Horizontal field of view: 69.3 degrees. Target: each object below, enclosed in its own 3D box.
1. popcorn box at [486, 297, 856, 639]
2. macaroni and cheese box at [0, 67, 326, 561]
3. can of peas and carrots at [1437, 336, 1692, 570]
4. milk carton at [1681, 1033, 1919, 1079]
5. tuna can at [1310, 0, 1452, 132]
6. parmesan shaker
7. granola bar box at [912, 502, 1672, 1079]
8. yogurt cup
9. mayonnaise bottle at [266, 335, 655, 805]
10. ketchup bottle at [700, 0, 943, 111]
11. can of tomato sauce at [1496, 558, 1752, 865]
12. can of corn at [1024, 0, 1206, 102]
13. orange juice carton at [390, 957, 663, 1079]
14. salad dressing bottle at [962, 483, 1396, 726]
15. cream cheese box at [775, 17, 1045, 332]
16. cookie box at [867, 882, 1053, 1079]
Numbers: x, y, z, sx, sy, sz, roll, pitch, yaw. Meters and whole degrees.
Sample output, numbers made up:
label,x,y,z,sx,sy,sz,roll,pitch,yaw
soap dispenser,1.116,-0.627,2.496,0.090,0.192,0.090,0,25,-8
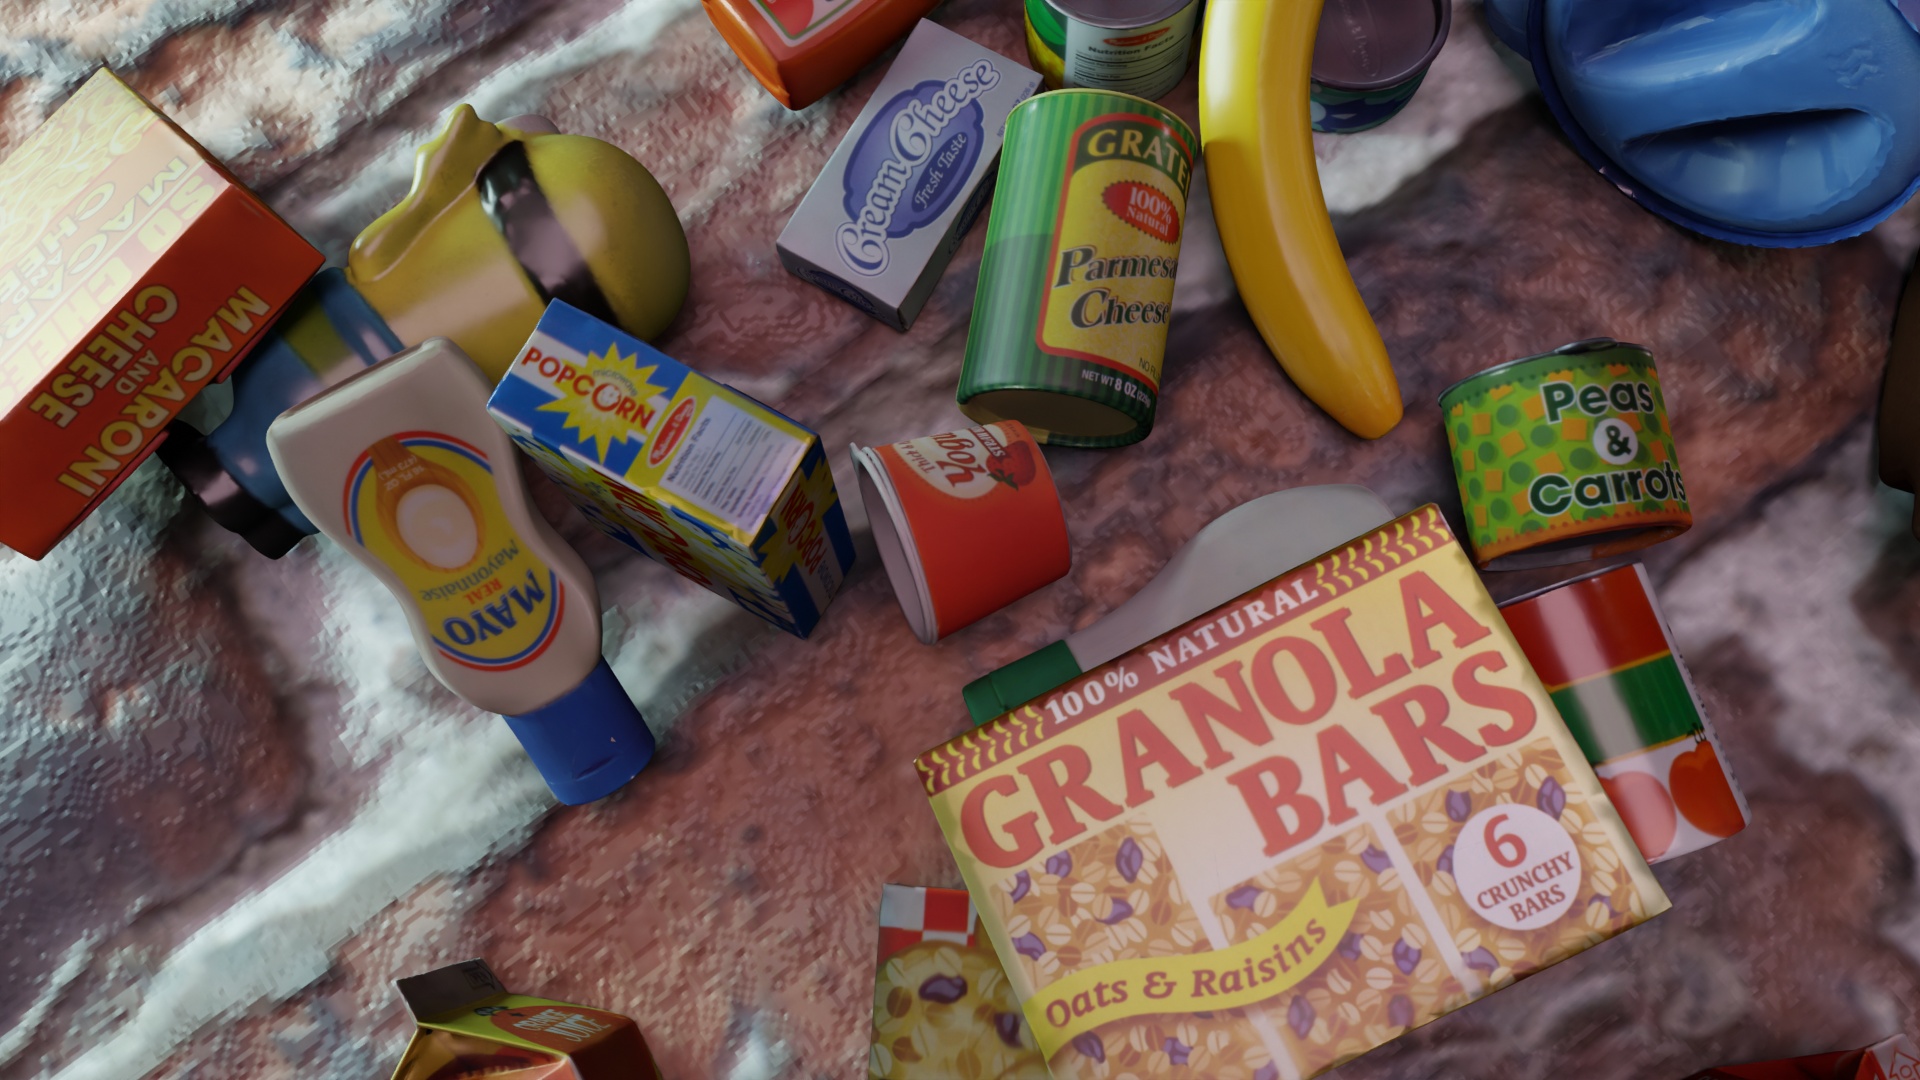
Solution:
label,x,y,z,sx,sy,sz,roll,pitch,yaw
popcorn box,-0.081,-0.015,0.426,0.085,0.126,0.038,28,76,8
macaroni and cheese box,-0.289,-0.082,0.455,0.124,0.040,0.167,-50,49,-8
can of peas and carrots,0.194,-0.026,0.444,0.071,0.071,0.059,-8,78,1
milk carton,0.198,0.208,0.391,0.191,0.073,0.072,-21,78,-2
tuna can,0.137,-0.183,0.501,0.071,0.032,0.071,0,78,2
parmesan shaker,0.042,-0.088,0.469,0.071,0.071,0.103,9,79,4
granola bar box,0.087,0.082,0.394,0.165,0.039,0.124,-26,75,2
yogurt cup,0.002,-0.006,0.453,0.054,0.072,0.072,-19,78,-10
mayonnaise bottle,-0.145,0.015,0.430,0.065,0.041,0.147,-30,112,-10
ketchup bottle,-0.022,-0.224,0.512,0.149,0.043,0.065,-38,74,-6
can of tomato sauce,0.191,0.056,0.429,0.071,0.071,0.083,-18,78,-1
can of corn,0.055,-0.198,0.495,0.071,0.058,0.071,-1,78,3
orange juice carton,-0.112,0.212,0.405,0.073,0.071,0.193,-29,78,-4
salad dressing bottle,0.074,0.032,0.452,0.148,0.044,0.064,-25,80,-1
cream cheese box,-0.017,-0.132,0.501,0.053,0.024,0.104,29,80,10
cookie box,0.032,0.193,0.420,0.123,0.040,0.168,3,77,3
